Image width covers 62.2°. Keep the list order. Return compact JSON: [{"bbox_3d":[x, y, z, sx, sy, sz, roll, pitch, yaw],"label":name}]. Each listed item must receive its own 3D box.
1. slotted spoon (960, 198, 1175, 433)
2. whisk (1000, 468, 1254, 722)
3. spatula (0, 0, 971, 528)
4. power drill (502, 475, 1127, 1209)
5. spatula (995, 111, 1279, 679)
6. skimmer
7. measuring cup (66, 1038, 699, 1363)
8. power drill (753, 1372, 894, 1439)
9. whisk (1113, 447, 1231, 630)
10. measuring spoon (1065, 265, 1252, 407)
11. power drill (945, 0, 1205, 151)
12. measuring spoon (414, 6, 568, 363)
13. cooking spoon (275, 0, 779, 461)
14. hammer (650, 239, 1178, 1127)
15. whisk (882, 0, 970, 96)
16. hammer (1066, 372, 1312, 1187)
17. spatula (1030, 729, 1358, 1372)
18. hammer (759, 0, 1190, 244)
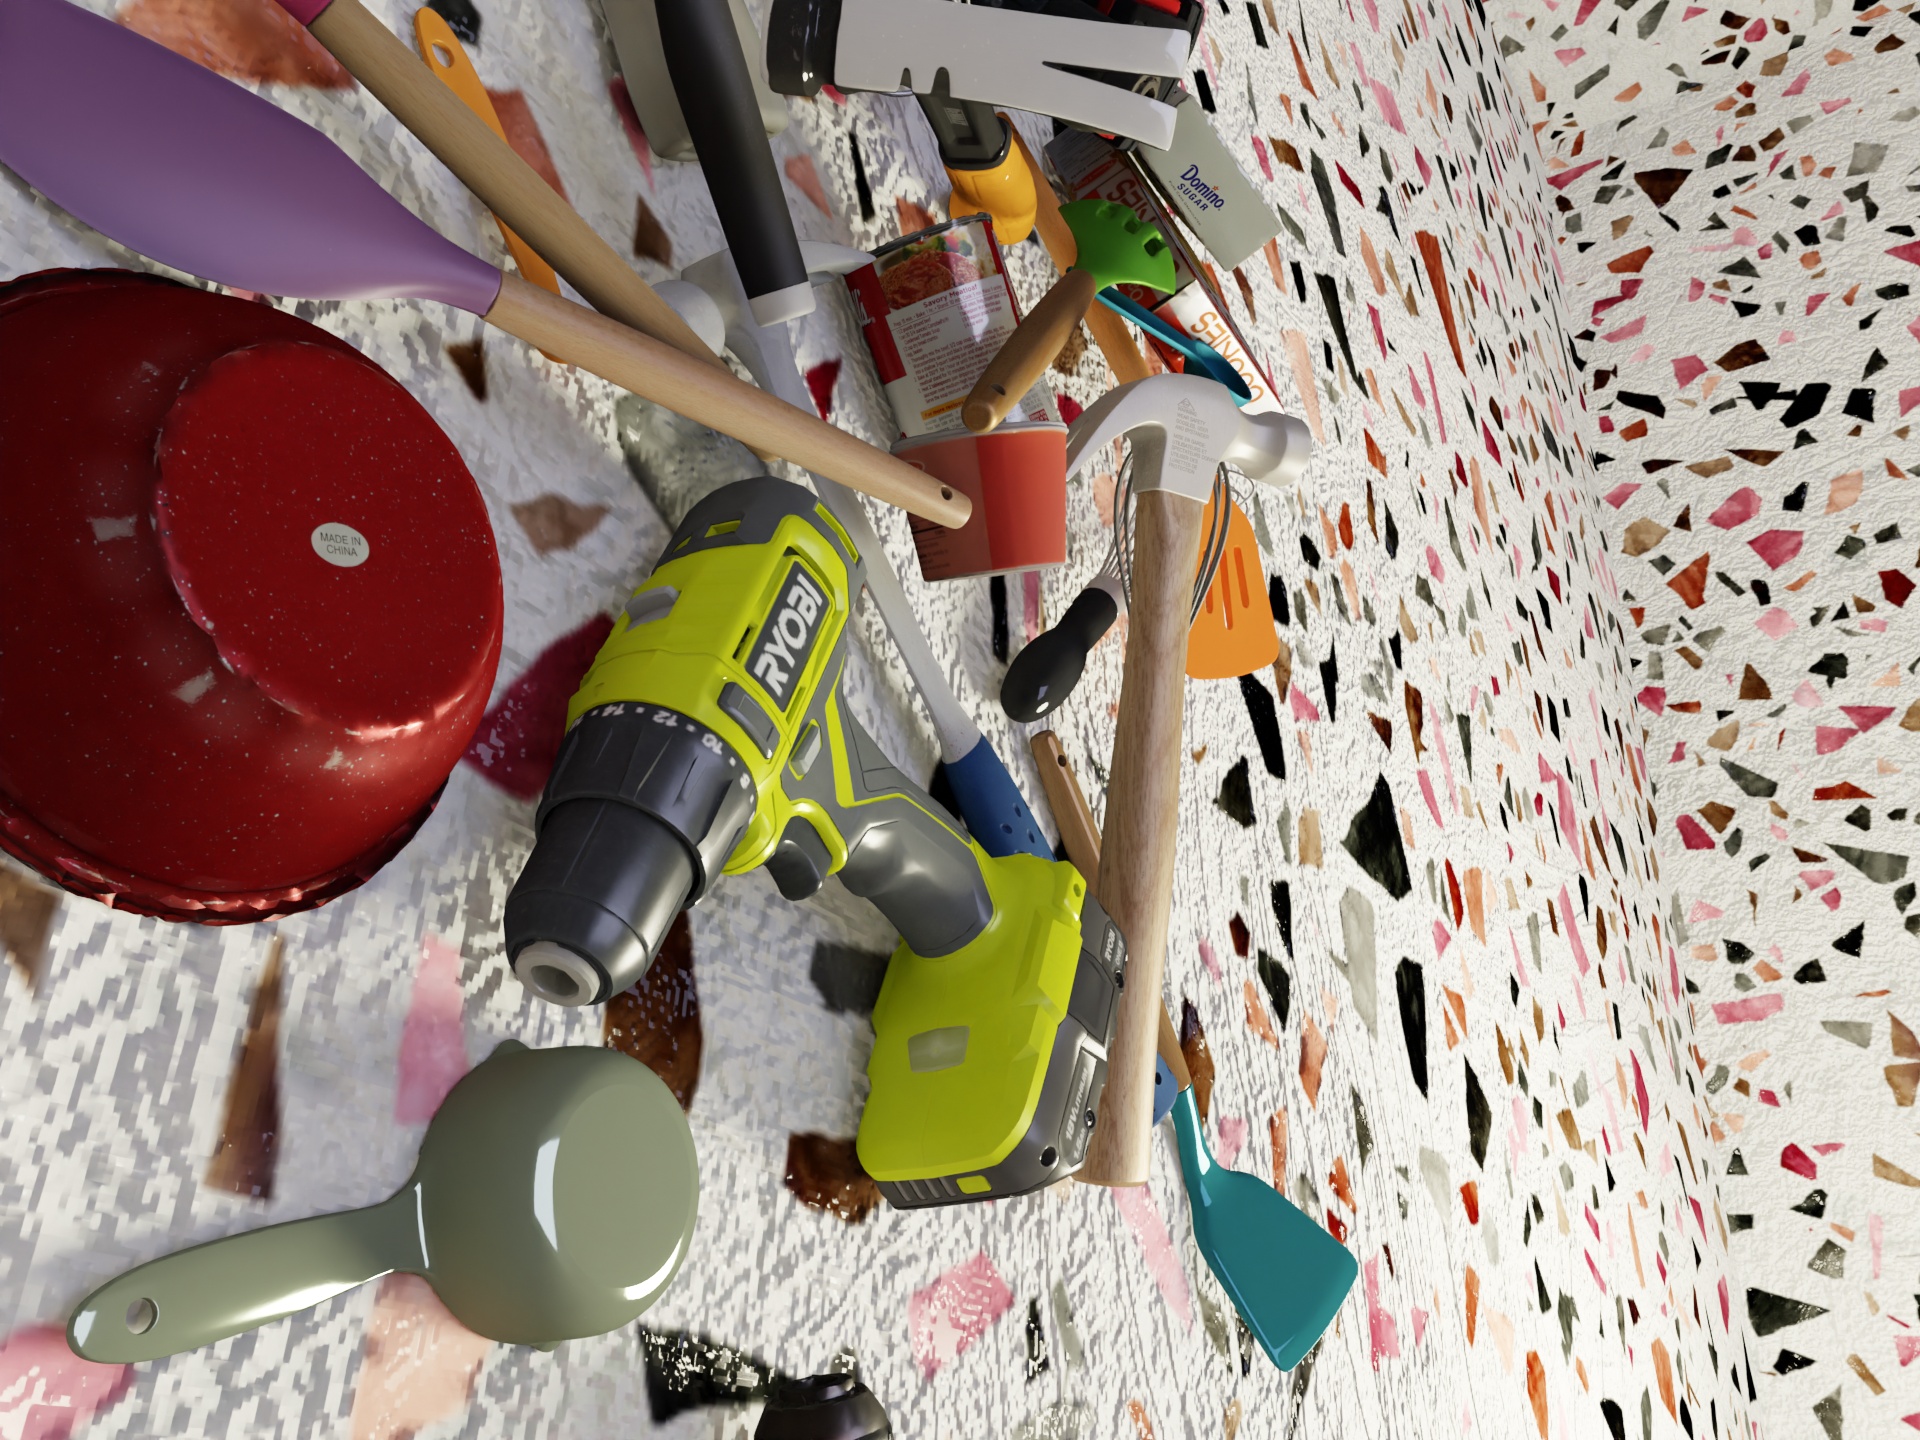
[{"bbox_3d":[0.047,-0.176,0.673,0.070,0.031,0.314,35,32,-4],"label":"slotted spoon"},{"bbox_3d":[0.082,-0.075,0.807,0.285,0.070,0.070,-49,120,-49],"label":"whisk"},{"bbox_3d":[-0.114,-0.112,0.463,0.315,0.018,0.060,19,63,-40],"label":"spatula"},{"bbox_3d":[-0.041,0.058,0.515,0.228,0.080,0.191,52,36,-30],"label":"power drill"},{"bbox_3d":[0.080,-0.172,0.809,0.081,0.041,0.323,-11,71,-44],"label":"spatula"},{"bbox_3d":[-0.092,-0.302,0.472,0.127,0.090,0.363,-26,109,-31],"label":"skimmer"},{"bbox_3d":[-0.123,0.122,0.381,0.167,0.038,0.083,5,74,-61],"label":"measuring cup"},{"bbox_3d":[-0.065,0.273,0.378,0.226,0.084,0.185,15,64,-61],"label":"power drill"},{"bbox_3d":[0.091,-0.021,0.741,0.055,0.055,0.239,-23,120,-60],"label":"whisk"},{"bbox_3d":[0.095,-0.187,0.792,0.128,0.021,0.042,23,36,-33],"label":"measuring spoon"},{"bbox_3d":[0.036,-0.318,0.726,0.188,0.080,0.226,36,27,14],"label":"power drill"},{"bbox_3d":[-0.147,-0.166,0.500,0.021,0.011,0.117,-32,101,-59],"label":"measuring spoon"},{"bbox_3d":[-0.156,-0.177,0.442,0.318,0.017,0.069,42,75,-36],"label":"cooking spoon"},{"bbox_3d":[-0.001,-0.002,0.646,0.405,0.035,0.144,64,32,-20],"label":"hammer"},{"bbox_3d":[-0.082,-0.316,0.559,0.246,0.058,0.059,38,11,-36],"label":"whisk"},{"bbox_3d":[0.074,0.020,0.649,0.130,0.031,0.331,10,83,-31],"label":"hammer"},{"bbox_3d":[0.102,0.148,0.748,0.082,0.044,0.317,-32,105,-43],"label":"spatula"},{"bbox_3d":[0.016,-0.223,0.628,0.337,0.127,0.034,-65,164,-79],"label":"hammer"}]
